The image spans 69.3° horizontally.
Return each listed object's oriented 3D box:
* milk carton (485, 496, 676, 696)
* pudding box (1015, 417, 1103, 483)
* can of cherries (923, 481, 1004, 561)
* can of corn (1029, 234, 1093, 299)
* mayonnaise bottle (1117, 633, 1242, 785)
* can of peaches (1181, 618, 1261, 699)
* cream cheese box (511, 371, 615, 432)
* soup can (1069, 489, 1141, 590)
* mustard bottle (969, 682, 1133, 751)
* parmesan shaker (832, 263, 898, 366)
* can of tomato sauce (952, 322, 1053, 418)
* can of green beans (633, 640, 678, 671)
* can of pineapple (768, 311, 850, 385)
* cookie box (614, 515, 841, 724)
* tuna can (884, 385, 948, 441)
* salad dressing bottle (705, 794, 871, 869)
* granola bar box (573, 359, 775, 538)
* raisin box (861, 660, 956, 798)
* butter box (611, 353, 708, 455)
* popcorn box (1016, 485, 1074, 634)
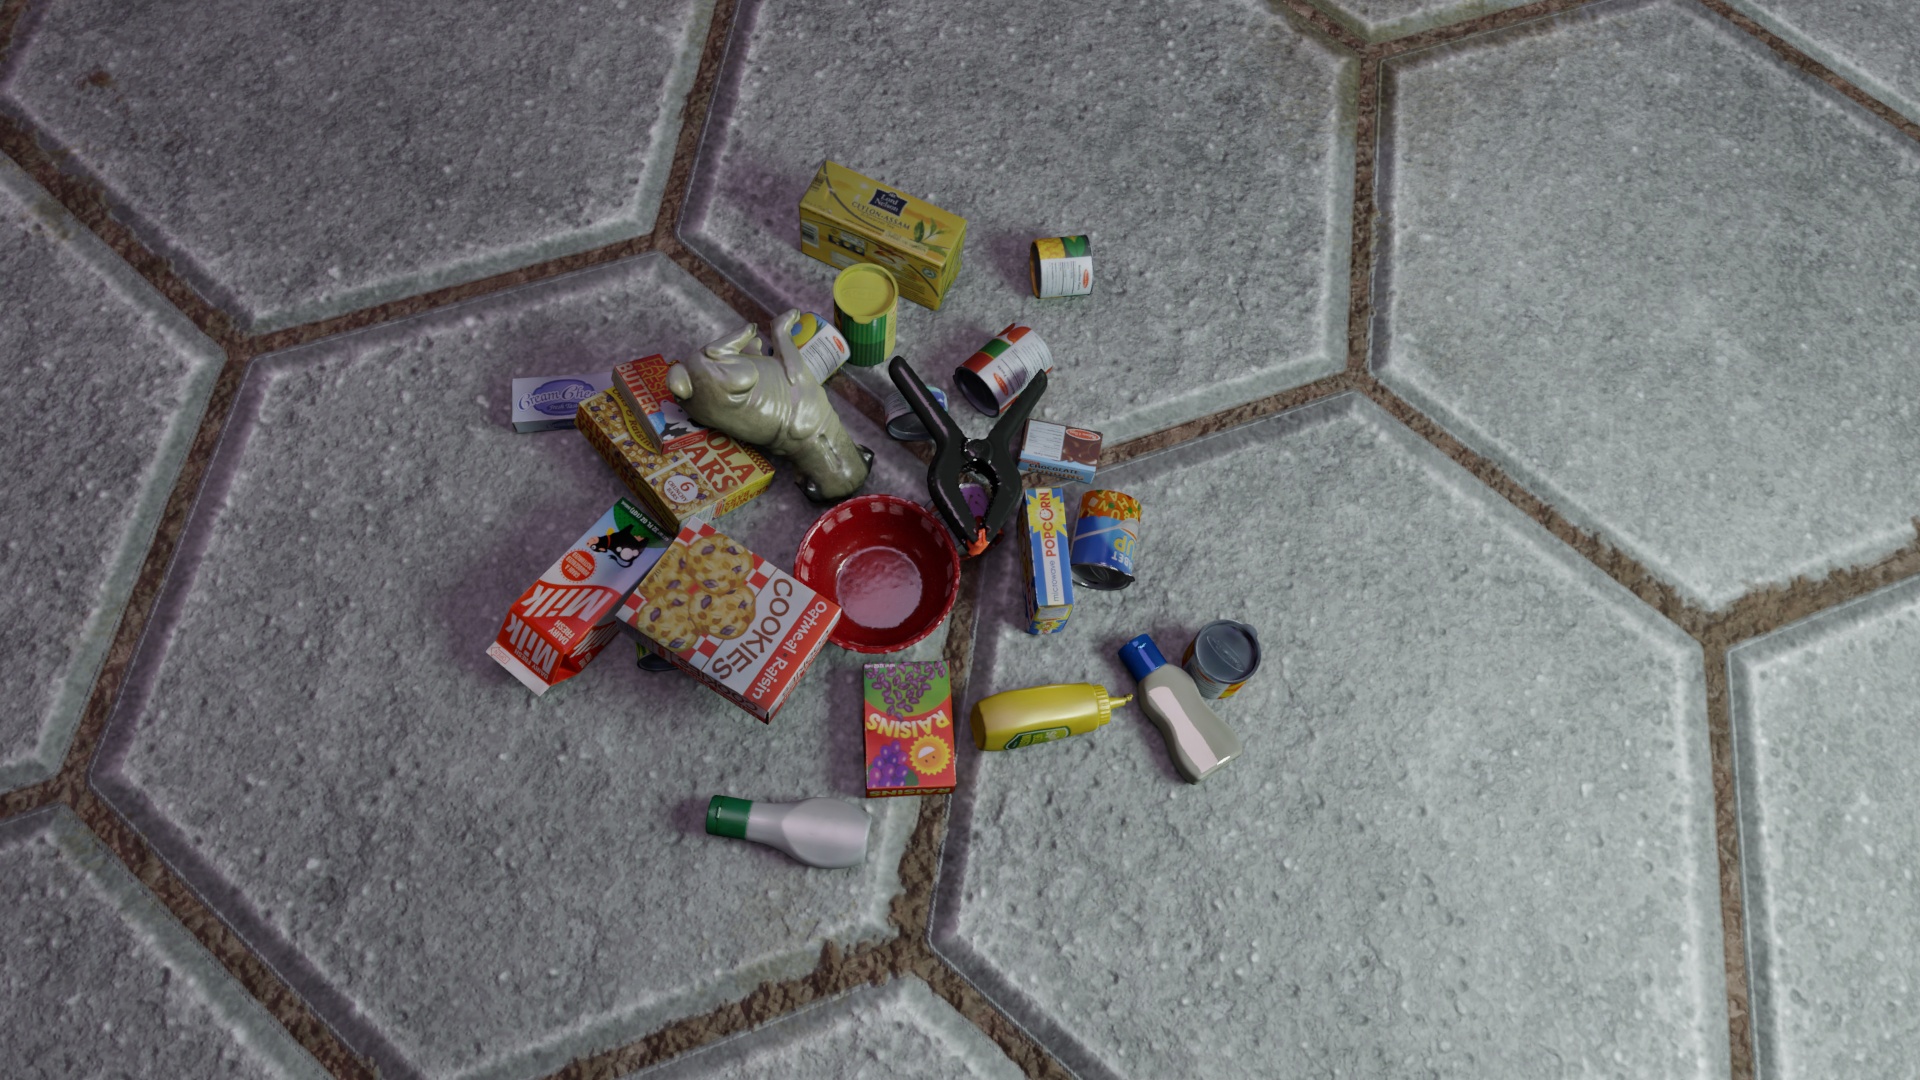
[{"bbox_3d":[-0.358,0.057,1.325,0.072,0.073,0.191,37,70,10],"label":"milk carton"},{"bbox_3d":[0.103,-0.093,1.450,0.084,0.030,0.050,11,67,-1],"label":"pudding box"},{"bbox_3d":[0.005,-0.017,1.393,0.071,0.071,0.058,-21,72,-13],"label":"can of cherries"},{"bbox_3d":[0.109,-0.299,1.516,0.058,0.071,0.071,-6,69,-7],"label":"can of corn"},{"bbox_3d":[0.208,0.160,1.351,0.065,0.041,0.148,-28,72,-16],"label":"mayonnaise bottle"},{"bbox_3d":[0.257,0.116,1.364,0.071,0.057,0.071,2,67,-4],"label":"can of peaches"},{"bbox_3d":[-0.407,-0.143,1.428,0.104,0.024,0.053,-6,67,-8],"label":"cream cheese box"},{"bbox_3d":[0.147,0.000,1.395,0.071,0.071,0.084,13,67,0],"label":"soup can"},{"bbox_3d":[0.092,0.164,1.328,0.160,0.065,0.049,-8,65,-12],"label":"mustard bottle"},{"bbox_3d":[-0.100,-0.231,1.449,0.071,0.102,0.071,2,68,-4],"label":"parmesan shaker"},{"bbox_3d":[0.045,-0.180,1.462,0.083,0.071,0.071,-41,77,-19],"label":"can of tomato sauce"},{"bbox_3d":[-0.279,0.087,1.324,0.071,0.071,0.058,-10,69,-9],"label":"can of green beans"},{"bbox_3d":[-0.159,-0.196,1.451,0.071,0.070,0.058,39,70,10],"label":"can of pineapple"},{"bbox_3d":[-0.213,0.073,1.284,0.167,0.040,0.123,32,64,5],"label":"cookie box"},{"bbox_3d":[-0.043,-0.131,1.434,0.071,0.070,0.033,-3,68,-6],"label":"tuna can"},{"bbox_3d":[-0.158,0.263,1.276,0.148,0.044,0.064,10,70,0],"label":"salad dressing bottle"},{"bbox_3d":[-0.286,-0.094,1.391,0.125,0.038,0.166,-32,74,-37],"label":"granola bar box"},{"bbox_3d":[-0.050,0.179,1.322,0.086,0.040,0.124,-1,67,-6],"label":"raisin box"},{"bbox_3d":[-0.297,-0.136,1.372,0.053,0.024,0.104,-23,68,-34],"label":"butter box"},{"bbox_3d":[0.083,0.020,1.372,0.038,0.085,0.127,-3,69,-5],"label":"popcorn box"}]
